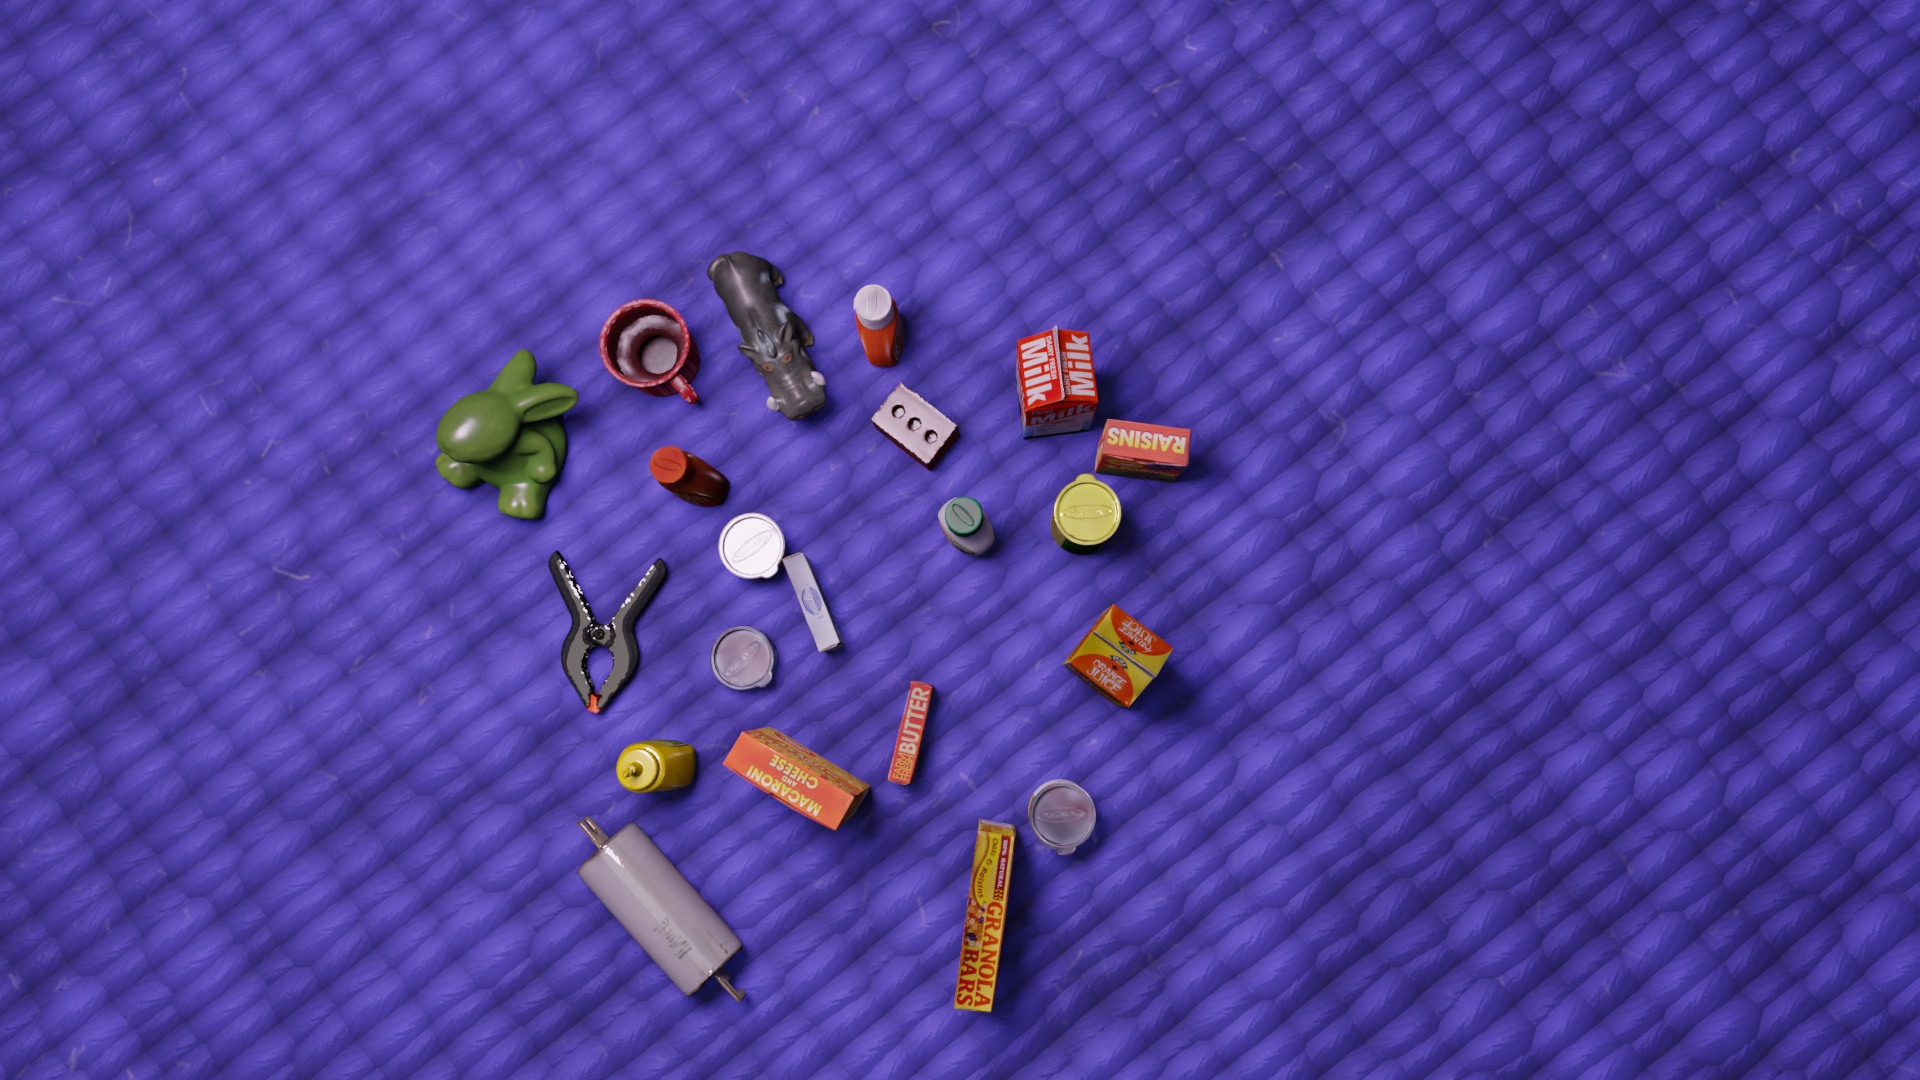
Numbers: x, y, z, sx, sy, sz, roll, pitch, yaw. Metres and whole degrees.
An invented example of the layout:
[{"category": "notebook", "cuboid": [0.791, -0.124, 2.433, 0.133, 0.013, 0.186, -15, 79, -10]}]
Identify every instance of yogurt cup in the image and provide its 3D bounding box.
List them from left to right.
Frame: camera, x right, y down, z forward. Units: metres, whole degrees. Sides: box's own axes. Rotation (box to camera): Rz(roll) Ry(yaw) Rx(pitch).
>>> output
[{"category": "yogurt cup", "cuboid": [-0.213, 0.008, 1.445, 0.072, 0.054, 0.072, 0, 84, 2]}]

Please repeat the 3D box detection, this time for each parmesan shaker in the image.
[{"category": "parmesan shaker", "cuboid": [0.126, -0.025, 1.415, 0.071, 0.103, 0.071, 0, 84, 2]}]

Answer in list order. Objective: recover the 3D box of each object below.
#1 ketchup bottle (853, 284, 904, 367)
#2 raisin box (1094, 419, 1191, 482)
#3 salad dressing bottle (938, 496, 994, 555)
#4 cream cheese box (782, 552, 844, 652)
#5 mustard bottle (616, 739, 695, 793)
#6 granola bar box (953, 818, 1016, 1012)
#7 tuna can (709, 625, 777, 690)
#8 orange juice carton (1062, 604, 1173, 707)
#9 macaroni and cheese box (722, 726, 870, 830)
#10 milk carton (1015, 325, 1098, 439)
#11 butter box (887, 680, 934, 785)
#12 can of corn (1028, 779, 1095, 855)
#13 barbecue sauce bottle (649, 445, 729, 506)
[{"category": "ketchup bottle", "cuboid": [-0.084, -0.223, 1.421, 0.043, 0.148, 0.065, 3, 84, 2]}, {"category": "raisin box", "cuboid": [0.183, -0.089, 1.411, 0.086, 0.123, 0.040, 8, 84, 3]}, {"category": "salad dressing bottle", "cuboid": [0.005, -0.017, 1.395, 0.044, 0.147, 0.064, -44, 84, -3]}, {"category": "cream cheese box", "cuboid": [-0.152, 0.065, 1.437, 0.024, 0.053, 0.104, -23, 83, -1]}, {"category": "mustard bottle", "cuboid": [-0.305, 0.222, 1.368, 0.065, 0.160, 0.049, 4, 84, 2]}, {"category": "granola bar box", "cuboid": [0.025, 0.363, 1.361, 0.039, 0.124, 0.165, 8, 84, 2]}, {"category": "tuna can", "cuboid": [-0.222, 0.124, 1.442, 0.071, 0.033, 0.071, 0, 83, 1]}, {"category": "orange juice carton", "cuboid": [0.152, 0.113, 1.353, 0.072, 0.192, 0.073, 37, 86, 5]}, {"category": "macaroni and cheese box", "cuboid": [-0.157, 0.232, 1.360, 0.124, 0.166, 0.040, 30, 86, 5]}, {"category": "milk carton", "cuboid": [0.095, -0.157, 1.388, 0.073, 0.190, 0.072, -7, 84, 1]}, {"category": "butter box", "cuboid": [-0.050, 0.196, 1.419, 0.024, 0.053, 0.103, 13, 84, 3]}, {"category": "can of corn", "cuboid": [0.102, 0.278, 1.403, 0.071, 0.058, 0.071, 0, 84, 2]}, {"category": "barbecue sauce bottle", "cuboid": [-0.279, -0.066, 1.408, 0.065, 0.148, 0.043, 15, 85, 3]}]
